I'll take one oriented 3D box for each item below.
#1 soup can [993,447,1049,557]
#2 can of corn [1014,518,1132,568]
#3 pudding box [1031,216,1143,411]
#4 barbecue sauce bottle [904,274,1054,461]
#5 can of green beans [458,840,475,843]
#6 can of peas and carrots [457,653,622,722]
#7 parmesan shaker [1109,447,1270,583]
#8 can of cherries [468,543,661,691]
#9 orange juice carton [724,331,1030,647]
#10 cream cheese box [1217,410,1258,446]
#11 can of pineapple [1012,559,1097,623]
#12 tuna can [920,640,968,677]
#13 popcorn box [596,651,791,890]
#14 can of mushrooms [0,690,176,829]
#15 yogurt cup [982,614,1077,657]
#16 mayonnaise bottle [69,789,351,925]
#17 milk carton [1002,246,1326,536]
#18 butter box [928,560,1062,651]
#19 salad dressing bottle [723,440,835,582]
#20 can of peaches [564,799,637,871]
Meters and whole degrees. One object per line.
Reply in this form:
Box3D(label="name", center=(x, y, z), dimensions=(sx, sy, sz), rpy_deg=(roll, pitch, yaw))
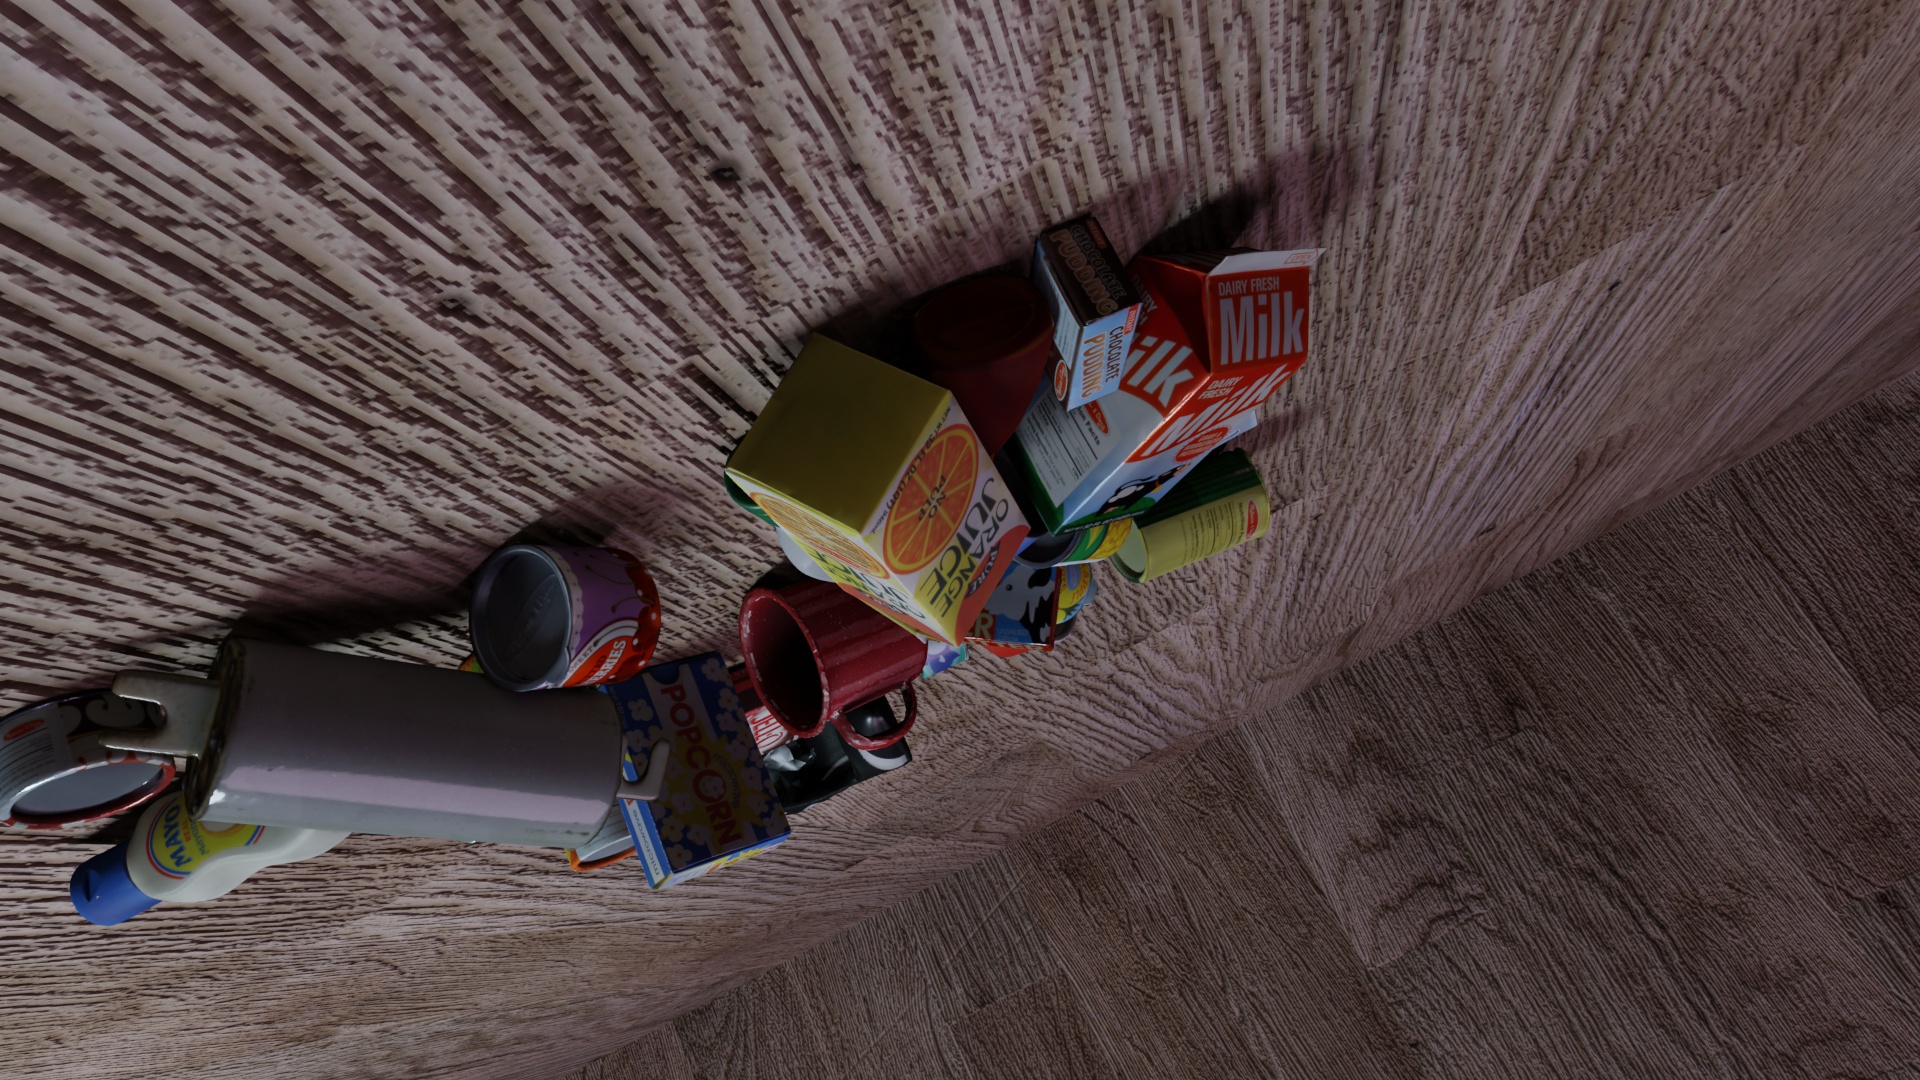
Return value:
Box3D(label="soup can", center=(0.003, -0.010, 0.781), dimensions=(0.071, 0.071, 0.083), rpy_deg=(-7, 154, -47))
Box3D(label="can of corn", center=(0.063, -0.020, 0.842), dimensions=(0.071, 0.071, 0.058), rpy_deg=(-39, 159, 32))
Box3D(label="pudding box", center=(0.053, -0.100, 0.625), dimensions=(0.030, 0.050, 0.083), rpy_deg=(-22, 161, -10))
Box3D(label="barbecue sauce bottle", center=(0.004, -0.067, 0.658), dimensions=(0.065, 0.044, 0.148), rpy_deg=(-21, 162, -12))
Box3D(label="can of green beans", center=(-0.277, 0.126, 0.754), dimensions=(0.071, 0.071, 0.057), rpy_deg=(-29, 162, 7))
Box3D(label="can of peas and carrots", center=(-0.222, 0.085, 0.732), dimensions=(0.071, 0.059, 0.070), rpy_deg=(-25, 162, -9))
Box3D(label="parmesan shaker", center=(0.156, -0.019, 0.978), dimensions=(0.103, 0.071, 0.071), rpy_deg=(-19, 161, -20))
Box3D(label="can of cherries", center=(-0.180, 0.037, 0.638), dimensions=(0.071, 0.071, 0.058), rpy_deg=(-36, 161, 24))
Box3D(label="orange juice carton", center=(-0.026, -0.010, 0.640), dimensions=(0.072, 0.073, 0.192), rpy_deg=(-59, 156, -11))
Box3D(label="cream cheese box", center=(0.153, -0.082, 0.859), dimensions=(0.053, 0.024, 0.103), rpy_deg=(-29, 162, 7))
Box3D(label="can of pineapple", center=(0.049, 0.024, 0.934), dimensions=(0.071, 0.071, 0.058), rpy_deg=(-35, 160, 22))
Box3D(label="tuna can", center=(-0.023, 0.055, 0.923), dimensions=(0.033, 0.071, 0.071), rpy_deg=(-23, 162, -10))
Box3D(label="popcorn box", center=(-0.168, 0.140, 0.854), dimensions=(0.085, 0.127, 0.038), rpy_deg=(-12, 159, -39))
Box3D(label="can of mushrooms", center=(-0.369, 0.093, 0.586), dimensions=(0.071, 0.033, 0.070), rpy_deg=(-25, 161, -9))
Box3D(label="yogurt cup", center=(0.043, 0.051, 1.014), dimensions=(0.072, 0.072, 0.053), rpy_deg=(-10, 163, -43))
Box3D(label="mayonnaise bottle", center=(-0.372, 0.147, 0.690), dimensions=(0.148, 0.065, 0.041), rpy_deg=(-27, 159, 11))
Box3D(label="milk carton", center=(0.102, -0.084, 0.700), dimensions=(0.072, 0.073, 0.189), rpy_deg=(-13, 157, -36))
Box3D(label="butter box", center=(0.010, 0.038, 0.871), dimensions=(0.103, 0.053, 0.024), rpy_deg=(3, 166, 13))
Box3D(label="salad dressing bottle", center=(-0.071, -0.015, 0.696), dimensions=(0.064, 0.044, 0.147), rpy_deg=(-33, 161, 6))
Box3D(label="can of peaches", center=(-0.257, 0.199, 1.001), dimensions=(0.071, 0.058, 0.071), rpy_deg=(-25, 161, -9))
